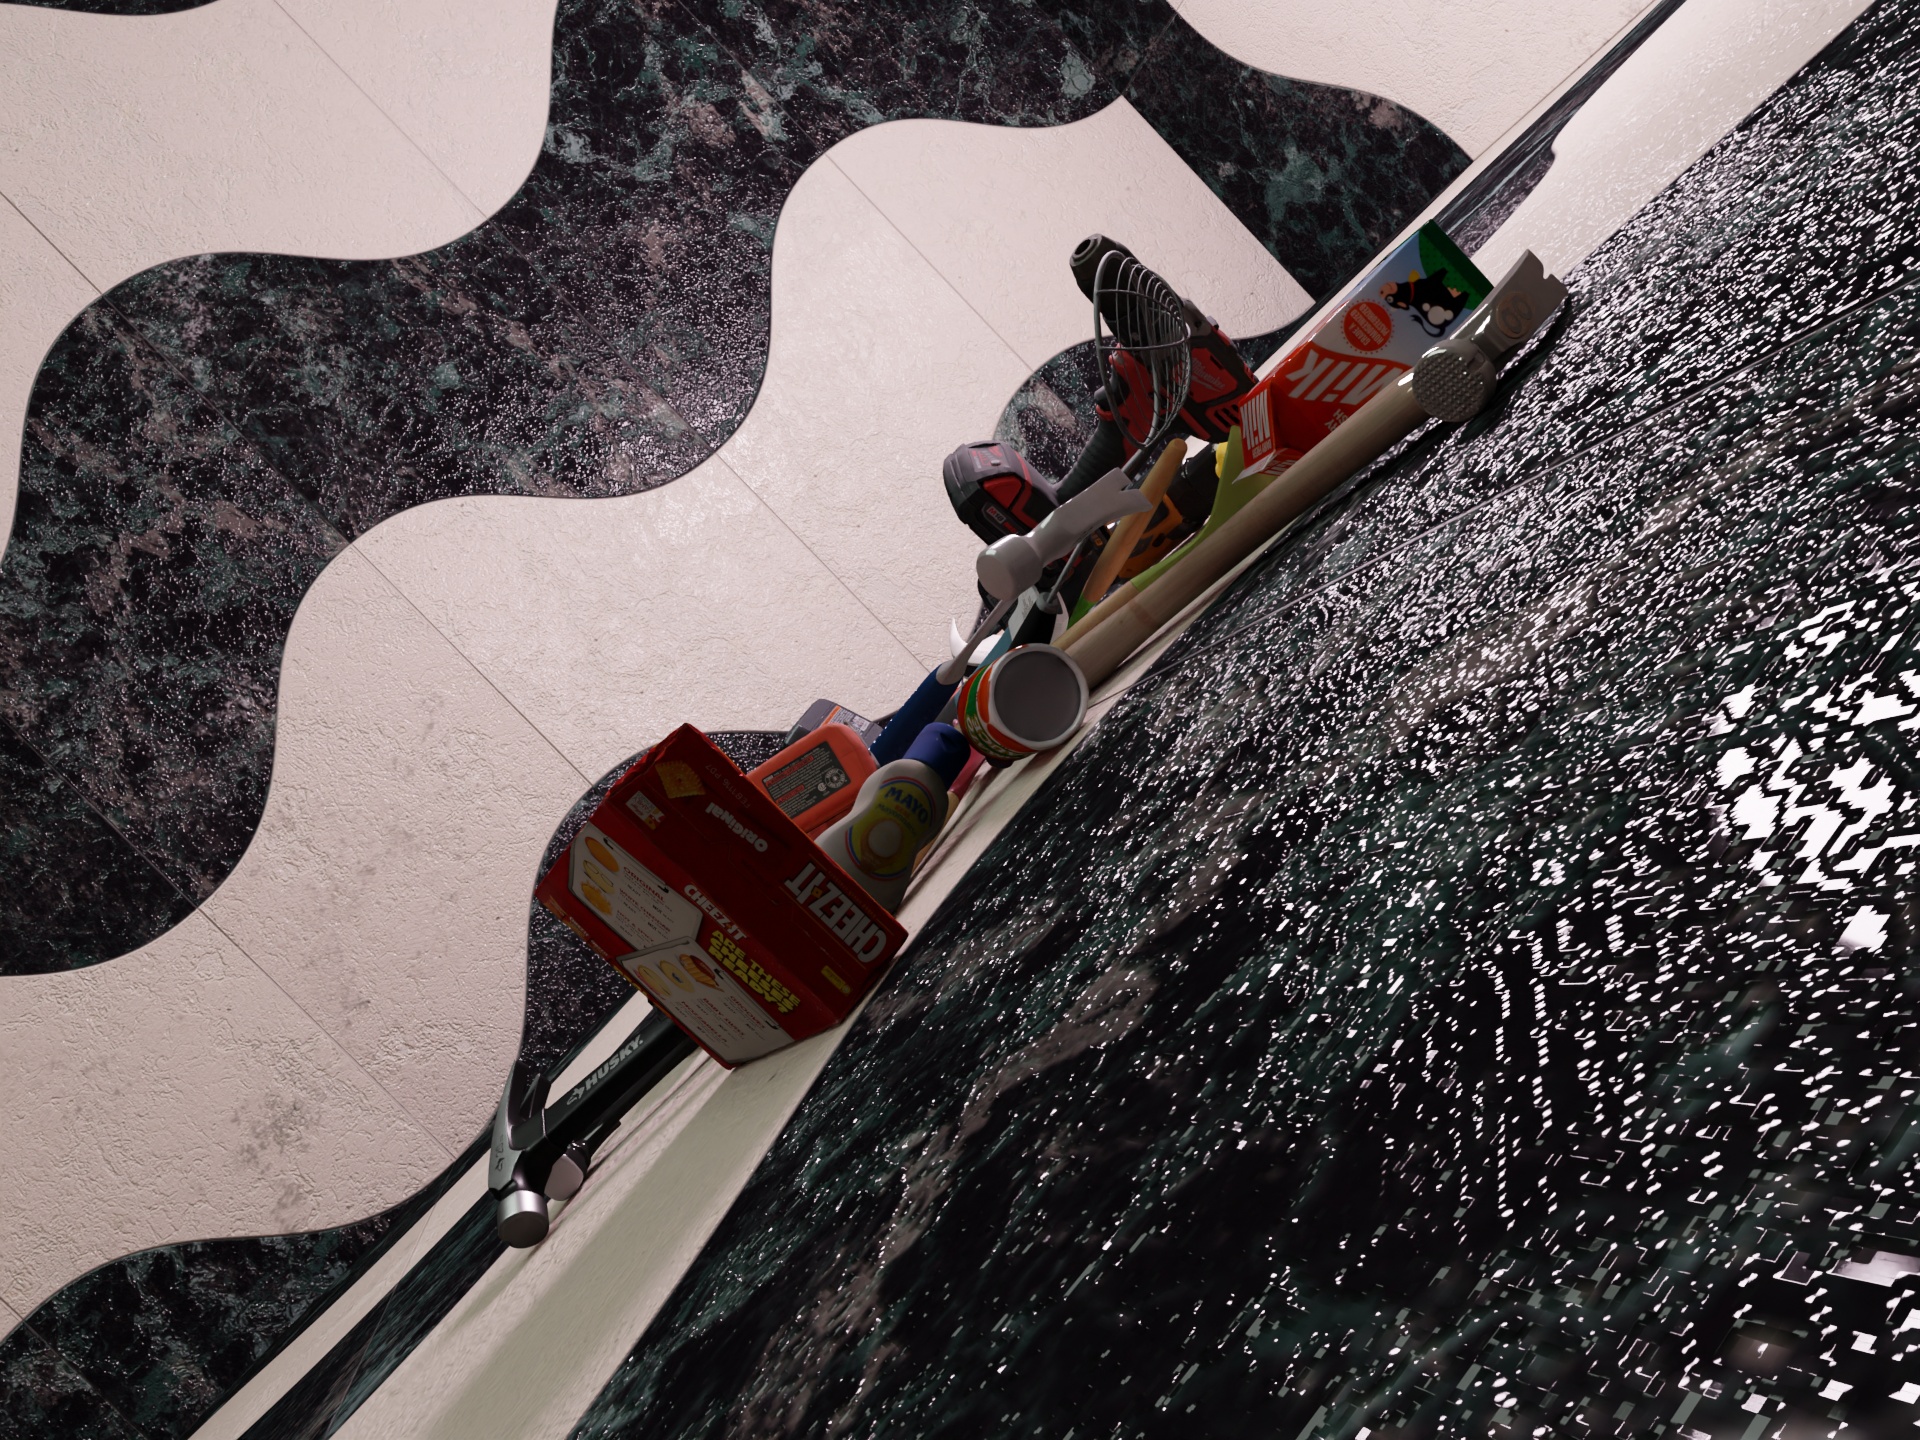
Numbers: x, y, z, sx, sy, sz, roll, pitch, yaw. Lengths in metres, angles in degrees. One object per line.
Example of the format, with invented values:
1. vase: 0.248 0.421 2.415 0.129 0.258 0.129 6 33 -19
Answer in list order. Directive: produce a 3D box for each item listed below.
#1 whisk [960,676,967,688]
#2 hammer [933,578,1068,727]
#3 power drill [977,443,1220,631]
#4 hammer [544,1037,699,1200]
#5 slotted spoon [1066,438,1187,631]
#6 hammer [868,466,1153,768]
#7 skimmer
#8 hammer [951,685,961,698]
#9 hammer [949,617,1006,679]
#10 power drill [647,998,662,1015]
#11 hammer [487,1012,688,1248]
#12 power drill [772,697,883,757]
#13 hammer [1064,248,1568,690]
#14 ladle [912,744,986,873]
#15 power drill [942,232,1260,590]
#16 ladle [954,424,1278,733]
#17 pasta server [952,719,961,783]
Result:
1. whisk: 0.064 -0.056 1.521 0.047 0.051 0.245 -6 19 28
2. hammer: -0.002 -0.004 1.324 0.331 0.033 0.128 -50 42 47
3. power drill: 0.140 -0.162 1.356 0.226 0.084 0.185 -29 -8 -45
4. hammer: -0.163 0.200 1.122 0.337 0.034 0.127 -44 5 9
5. slotted spoon: 0.107 -0.108 1.205 0.070 0.031 0.313 -39 -13 -32
6. hammer: 0.002 -0.041 1.112 0.144 0.035 0.405 -36 -7 -32
7. skimmer: 0.063 -0.145 1.118 0.363 0.090 0.127 -62 -5 32
8. hammer: -0.024 0.002 1.640 0.359 0.037 0.149 -46 -11 0
9. hammer: 0.109 -0.126 1.512 0.130 0.031 0.331 10 37 39
10. power drill: -0.155 0.151 1.264 0.223 0.080 0.171 -46 8 0
11. hammer: -0.185 0.194 1.058 0.335 0.035 0.146 -41 31 6
12. power drill: -0.155 0.106 1.420 0.226 0.084 0.164 -63 0 16
13. hammer: 0.182 -0.122 0.944 0.146 0.038 0.410 -45 3 -38
14. ladle: -0.017 0.069 1.073 0.069 0.031 0.315 -42 6 38
15. power drill: 0.089 -0.226 1.164 0.226 0.187 0.080 -41 33 18
16. ladle: 0.095 -0.085 1.118 0.320 0.062 0.078 -40 -8 5
17. pasta server: -0.049 0.068 1.331 0.060 0.040 0.316 -56 7 -26
